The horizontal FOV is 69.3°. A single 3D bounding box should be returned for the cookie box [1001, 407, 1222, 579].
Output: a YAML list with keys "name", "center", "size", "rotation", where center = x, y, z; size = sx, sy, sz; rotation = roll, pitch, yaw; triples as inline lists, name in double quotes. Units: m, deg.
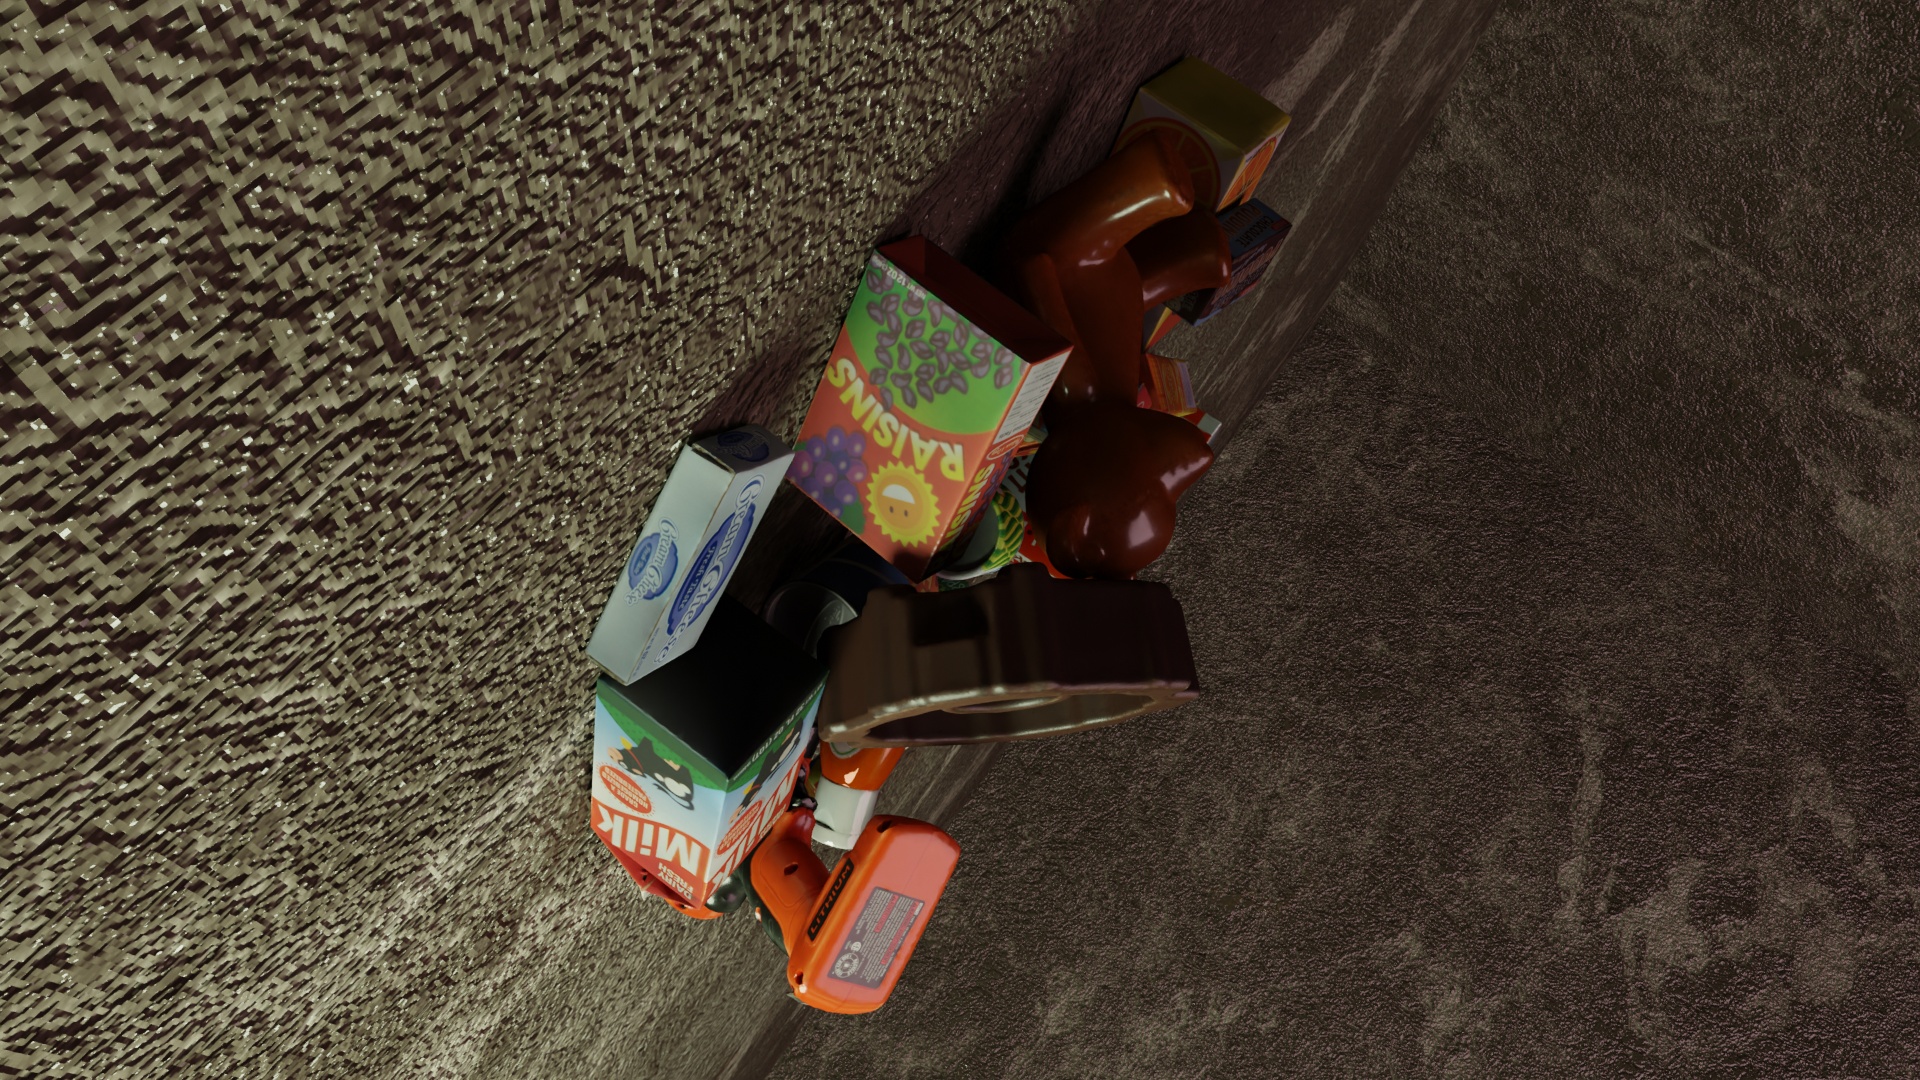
- name: "cookie box"
  center: [0.094, -0.048, 1.026]
  size: [0.168, 0.123, 0.040]
  rotation: [-54, 169, -10]

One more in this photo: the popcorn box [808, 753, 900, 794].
- name: "popcorn box"
  center: [-0.111, 0.184, 0.962]
  size: [0.126, 0.038, 0.085]
  rotation: [-40, 173, 16]

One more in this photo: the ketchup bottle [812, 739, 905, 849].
- name: "ketchup bottle"
  center: [-0.056, 0.108, 0.831]
  size: [0.043, 0.065, 0.148]
  rotation: [8, 99, -59]

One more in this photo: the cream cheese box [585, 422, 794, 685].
- name: "cream cheese box"
  center: [-0.107, 0.004, 0.550]
  size: [0.103, 0.024, 0.053]
  rotation: [-59, 170, 21]

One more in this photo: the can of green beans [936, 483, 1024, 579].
- name: "can of green beans"
  center: [0.003, -0.009, 0.895]
  size: [0.071, 0.071, 0.058]
  rotation: [-57, 169, 9]

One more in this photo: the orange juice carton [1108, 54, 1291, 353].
- name: "orange juice carton"
  center: [0.116, -0.184, 0.843]
  size: [0.072, 0.073, 0.191]
  rotation: [-44, 164, -43]

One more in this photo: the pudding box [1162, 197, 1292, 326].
- name: "pudding box"
  center: [0.150, -0.158, 0.787]
  size: [0.084, 0.030, 0.049]
  rotation: [-35, 159, -47]

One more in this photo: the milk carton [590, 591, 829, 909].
- name: "milk carton"
  center: [-0.124, 0.110, 0.661]
  size: [0.073, 0.073, 0.189]
  rotation: [-48, 168, -36]

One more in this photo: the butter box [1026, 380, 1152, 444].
- name: "butter box"
  center: [0.050, -0.083, 0.775]
  size: [0.053, 0.104, 0.024]
  rotation: [-52, 150, -10]

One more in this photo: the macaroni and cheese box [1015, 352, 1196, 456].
- name: "macaroni and cheese box"
  center: [0.077, -0.083, 0.877]
  size: [0.123, 0.040, 0.167]
  rotation: [-14, -178, 17]

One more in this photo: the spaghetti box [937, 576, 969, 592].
- name: "spaghetti box"
  center: [-0.033, 0.079, 1.048]
  size: [0.029, 0.050, 0.248]
  rotation: [-49, 168, -25]

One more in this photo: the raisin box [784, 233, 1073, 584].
- name: "raisin box"
  center: [-0.018, -0.055, 0.596]
  size: [0.040, 0.086, 0.122]
  rotation: [-32, 155, -52]

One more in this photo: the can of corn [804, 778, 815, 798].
- name: "can of corn"
  center: [-0.123, 0.169, 0.859]
  size: [0.071, 0.071, 0.058]
  rotation: [-55, 170, -6]

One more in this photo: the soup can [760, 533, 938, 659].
- name: "soup can"
  center: [-0.056, 0.038, 0.754]
  size: [0.084, 0.071, 0.071]
  rotation: [-40, 161, -57]
